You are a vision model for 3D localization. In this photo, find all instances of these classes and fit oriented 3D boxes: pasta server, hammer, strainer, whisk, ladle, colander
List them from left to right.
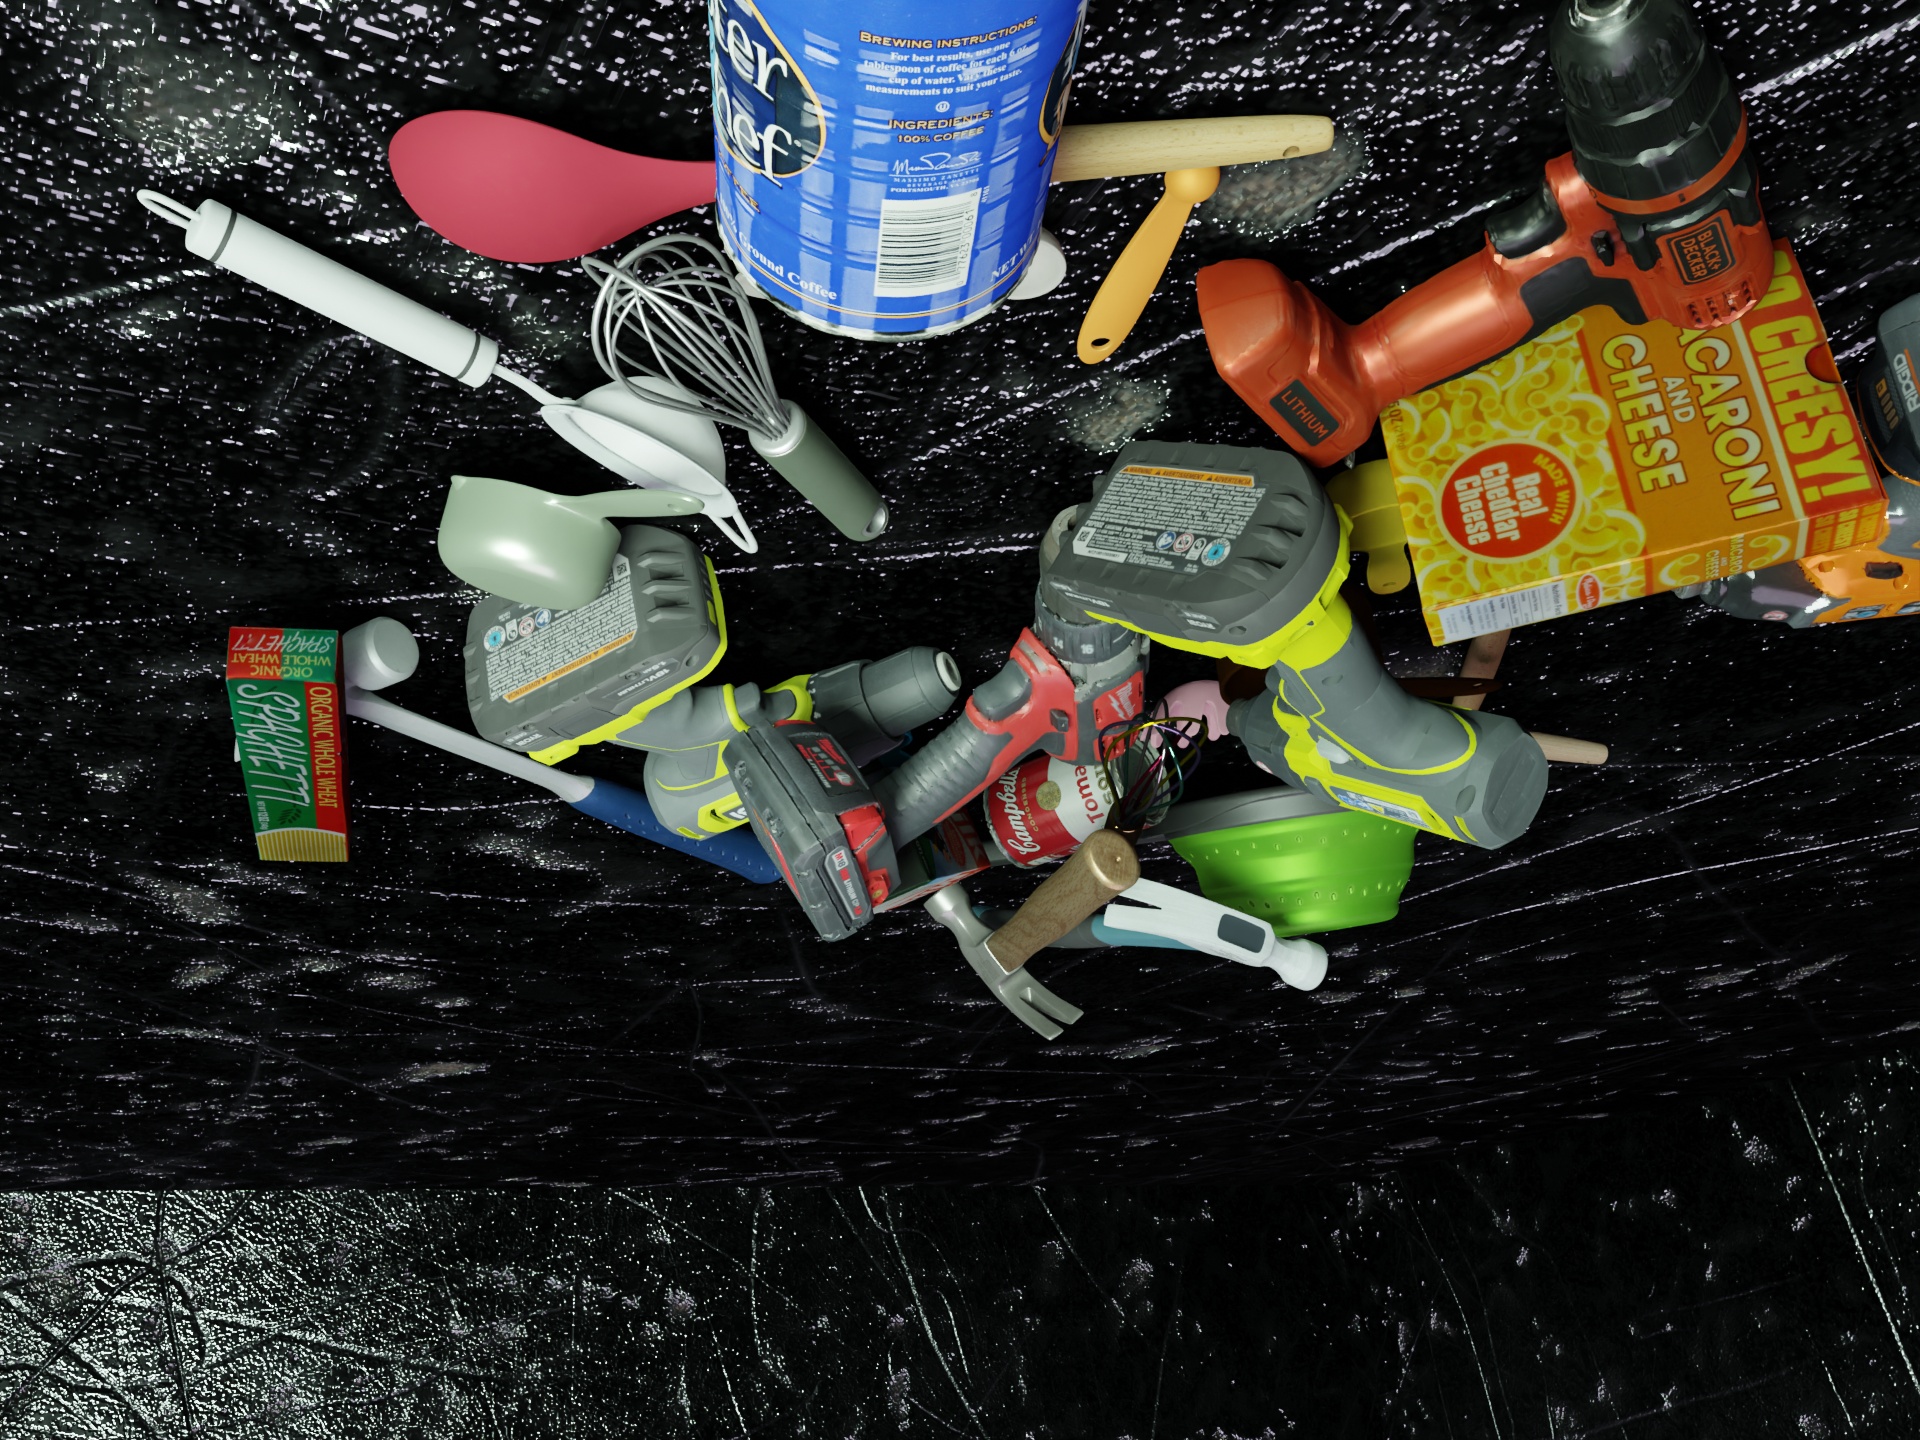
[{"bbox_3d":[-0.174,-0.134,0.598,0.258,0.050,0.087,23,174,-37],"label":"strainer"},{"bbox_3d":[-0.247,0.040,0.979,0.144,0.035,0.405,-18,153,27],"label":"hammer"},{"bbox_3d":[-0.076,-0.119,0.626,0.059,0.058,0.246,32,178,20],"label":"whisk"},{"bbox_3d":[-0.031,-0.185,0.533,0.315,0.031,0.069,-6,160,-3],"label":"ladle"},{"bbox_3d":[0.053,0.127,0.995,0.031,0.130,0.331,-36,172,-20],"label":"hammer"},{"bbox_3d":[0.095,0.143,1.085,0.128,0.033,0.331,25,163,-23],"label":"hammer"},{"bbox_3d":[0.101,0.047,0.894,0.047,0.051,0.244,-37,164,-14],"label":"whisk"},{"bbox_3d":[0.158,0.108,1.097,0.397,0.094,0.204,-11,172,28],"label":"colander"},{"bbox_3d":[0.262,0.010,0.983,0.316,0.040,0.060,7,169,-15],"label":"pasta server"}]

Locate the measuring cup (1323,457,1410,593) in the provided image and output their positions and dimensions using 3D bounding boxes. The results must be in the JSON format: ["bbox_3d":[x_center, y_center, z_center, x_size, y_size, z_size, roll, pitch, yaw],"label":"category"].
[{"bbox_3d":[0.211,-0.094,0.795,0.062,0.029,0.156,-11,167,14],"label":"measuring cup"}]

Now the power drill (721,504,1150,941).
[{"bbox_3d":[-0.001,-0.003,0.804,0.226,0.080,0.187,-31,151,-13],"label":"power drill"}]

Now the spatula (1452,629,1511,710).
[{"bbox_3d":[0.296,-0.059,0.885,0.082,0.044,0.317,-9,160,7],"label":"spatula"}]

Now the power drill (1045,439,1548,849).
[{"bbox_3d":[0.147,-0.028,0.728,0.223,0.080,0.171,41,166,-37],"label":"power drill"}]

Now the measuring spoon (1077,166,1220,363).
[{"bbox_3d":[0.069,-0.169,0.602,0.021,0.011,0.117,3,155,-17],"label":"measuring spoon"}]

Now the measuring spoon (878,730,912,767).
[{"bbox_3d":[-0.043,0.015,0.997,0.042,0.021,0.128,-12,164,8],"label":"measuring spoon"}]

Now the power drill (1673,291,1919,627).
[{"bbox_3d":[0.436,-0.108,0.733,0.164,0.084,0.226,-7,160,5],"label":"power drill"}]

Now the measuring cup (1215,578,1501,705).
[{"bbox_3d":[0.219,-0.042,0.871,0.173,0.052,0.095,2,155,-21],"label":"measuring cup"}]

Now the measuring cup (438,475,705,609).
[{"bbox_3d":[-0.161,-0.073,0.667,0.083,0.038,0.168,24,166,-41],"label":"measuring cup"}]

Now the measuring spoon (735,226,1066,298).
[{"bbox_3d":[-0.023,-0.170,0.587,0.124,0.018,0.034,-1,157,8],"label":"measuring spoon"}]

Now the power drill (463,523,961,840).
[{"bbox_3d":[-0.123,-0.015,0.831,0.190,0.080,0.228,-24,154,19],"label":"power drill"}]
